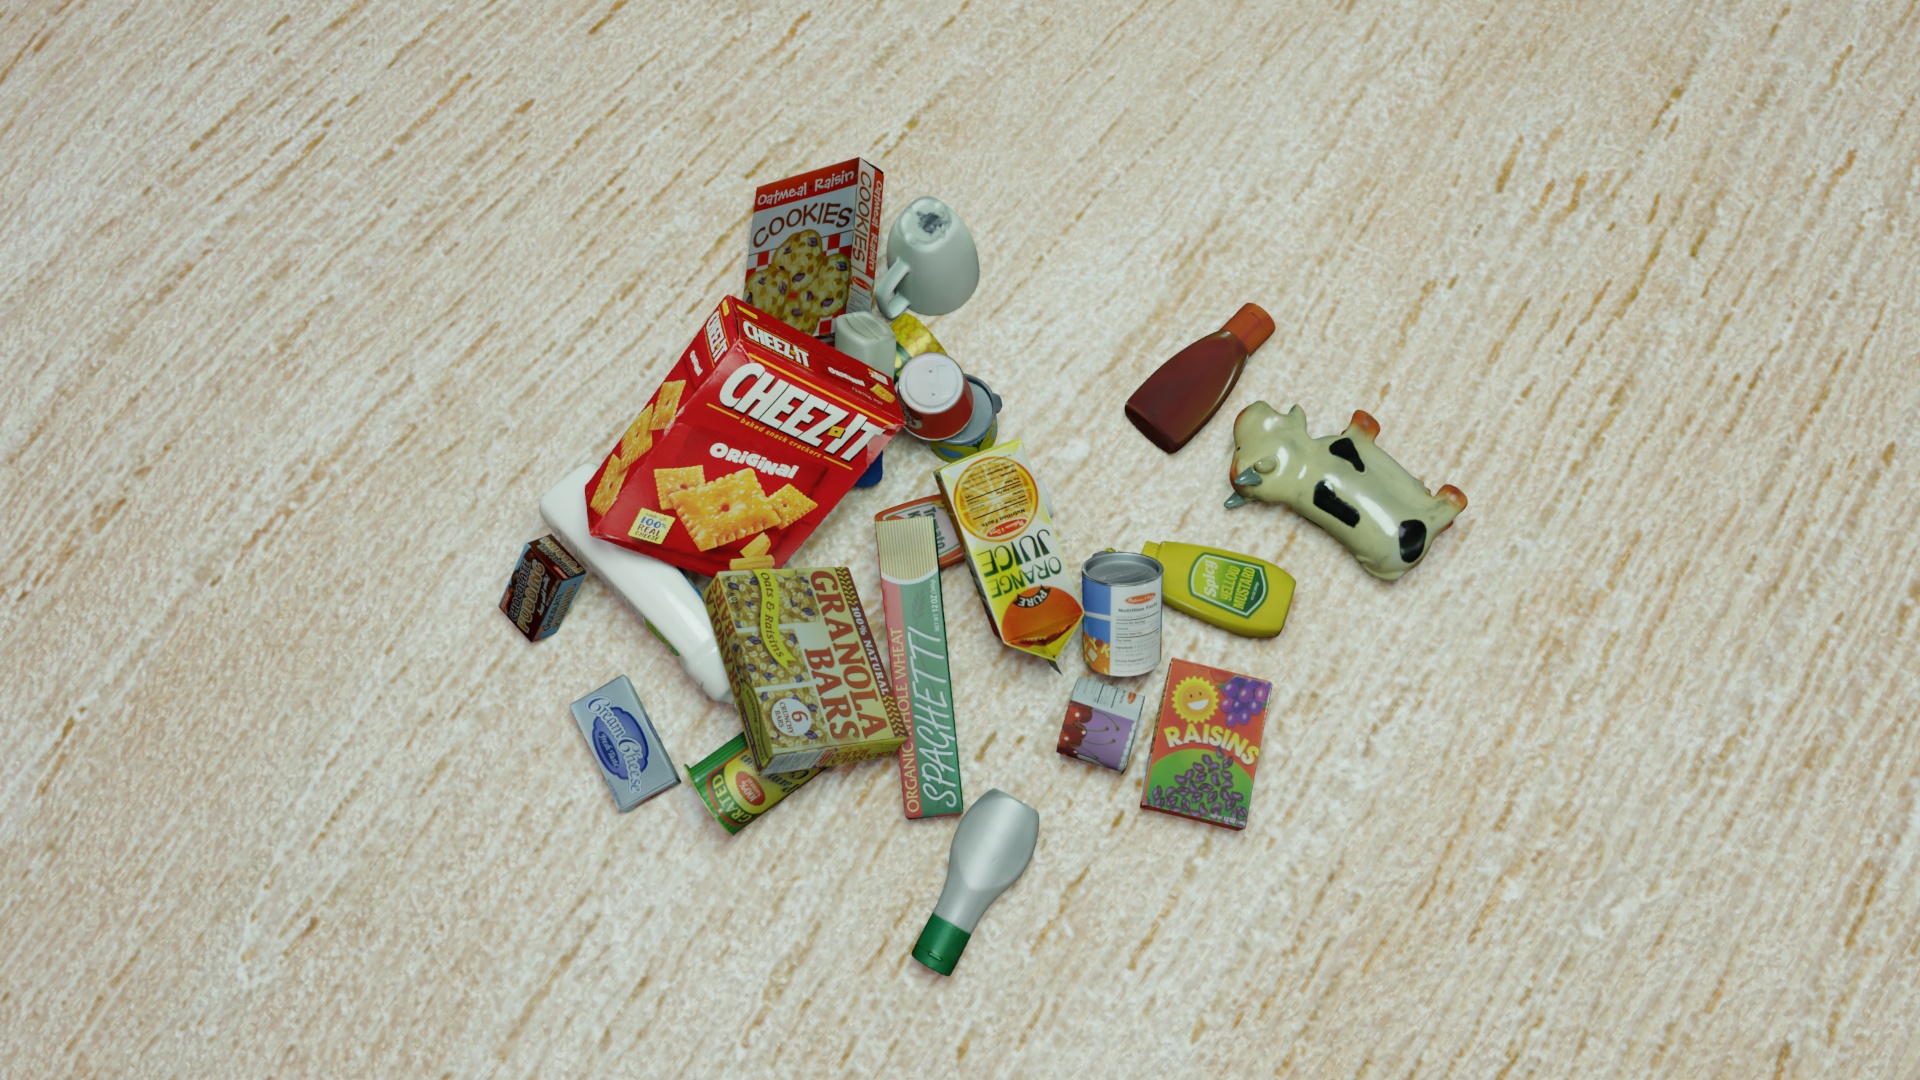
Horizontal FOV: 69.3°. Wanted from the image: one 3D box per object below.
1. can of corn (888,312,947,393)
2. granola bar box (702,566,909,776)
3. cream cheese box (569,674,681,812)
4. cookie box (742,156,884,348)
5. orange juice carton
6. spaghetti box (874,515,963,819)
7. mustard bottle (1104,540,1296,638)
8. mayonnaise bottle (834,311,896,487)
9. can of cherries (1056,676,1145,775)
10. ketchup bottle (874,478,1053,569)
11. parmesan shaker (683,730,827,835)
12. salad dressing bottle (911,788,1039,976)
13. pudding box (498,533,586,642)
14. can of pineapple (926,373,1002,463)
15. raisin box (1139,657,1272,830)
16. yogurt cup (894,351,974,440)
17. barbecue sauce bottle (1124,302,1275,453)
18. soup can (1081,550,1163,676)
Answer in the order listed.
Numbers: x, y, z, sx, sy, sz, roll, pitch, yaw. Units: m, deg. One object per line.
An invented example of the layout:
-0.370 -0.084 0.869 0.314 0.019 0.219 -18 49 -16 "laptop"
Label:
-0.048 -0.157 1.225 0.058 0.071 0.071 -42 77 -8 "can of corn"
-0.125 0.100 1.120 0.124 0.039 0.166 -2 57 -36 "granola bar box"
-0.283 0.171 1.169 0.053 0.024 0.104 -29 75 -5 "cream cheese box"
-0.134 -0.248 1.242 0.123 0.040 0.168 -6 72 33 "cookie box"
0.046 0.019 1.140 0.073 0.072 0.192 -21 94 -5 "orange juice carton"
-0.034 0.105 1.148 0.050 0.028 0.250 -6 86 0 "spaghetti box"
0.198 0.034 1.169 0.160 0.048 0.065 17 75 7 "mustard bottle"
-0.082 -0.116 1.181 0.041 0.147 0.065 -16 39 -26 "mayonnaise bottle"
0.114 0.153 1.133 0.058 0.071 0.071 16 76 7 "can of cherries"
0.004 -0.015 1.196 0.149 0.043 0.065 -18 79 -2 "ketchup bottle"
-0.164 0.182 1.137 0.103 0.071 0.071 -35 76 -6 "parmesan shaker"
0.010 0.274 1.117 0.064 0.044 0.148 28 79 6 "salad dressing bottle"
-0.357 0.041 1.183 0.050 0.030 0.083 45 125 13 "pudding box"
0.001 -0.105 1.213 0.071 0.057 0.071 -1 75 3 "can of pineapple"
0.200 0.167 1.138 0.086 0.040 0.123 13 75 7 "raisin box"
-0.023 -0.123 1.160 0.072 0.054 0.072 0 76 2 "yogurt cup"
0.215 -0.147 1.221 0.065 0.043 0.149 43 80 12 "barbecue sauce bottle"
0.132 0.059 1.141 0.071 0.071 0.083 -1 113 3 "soup can"
